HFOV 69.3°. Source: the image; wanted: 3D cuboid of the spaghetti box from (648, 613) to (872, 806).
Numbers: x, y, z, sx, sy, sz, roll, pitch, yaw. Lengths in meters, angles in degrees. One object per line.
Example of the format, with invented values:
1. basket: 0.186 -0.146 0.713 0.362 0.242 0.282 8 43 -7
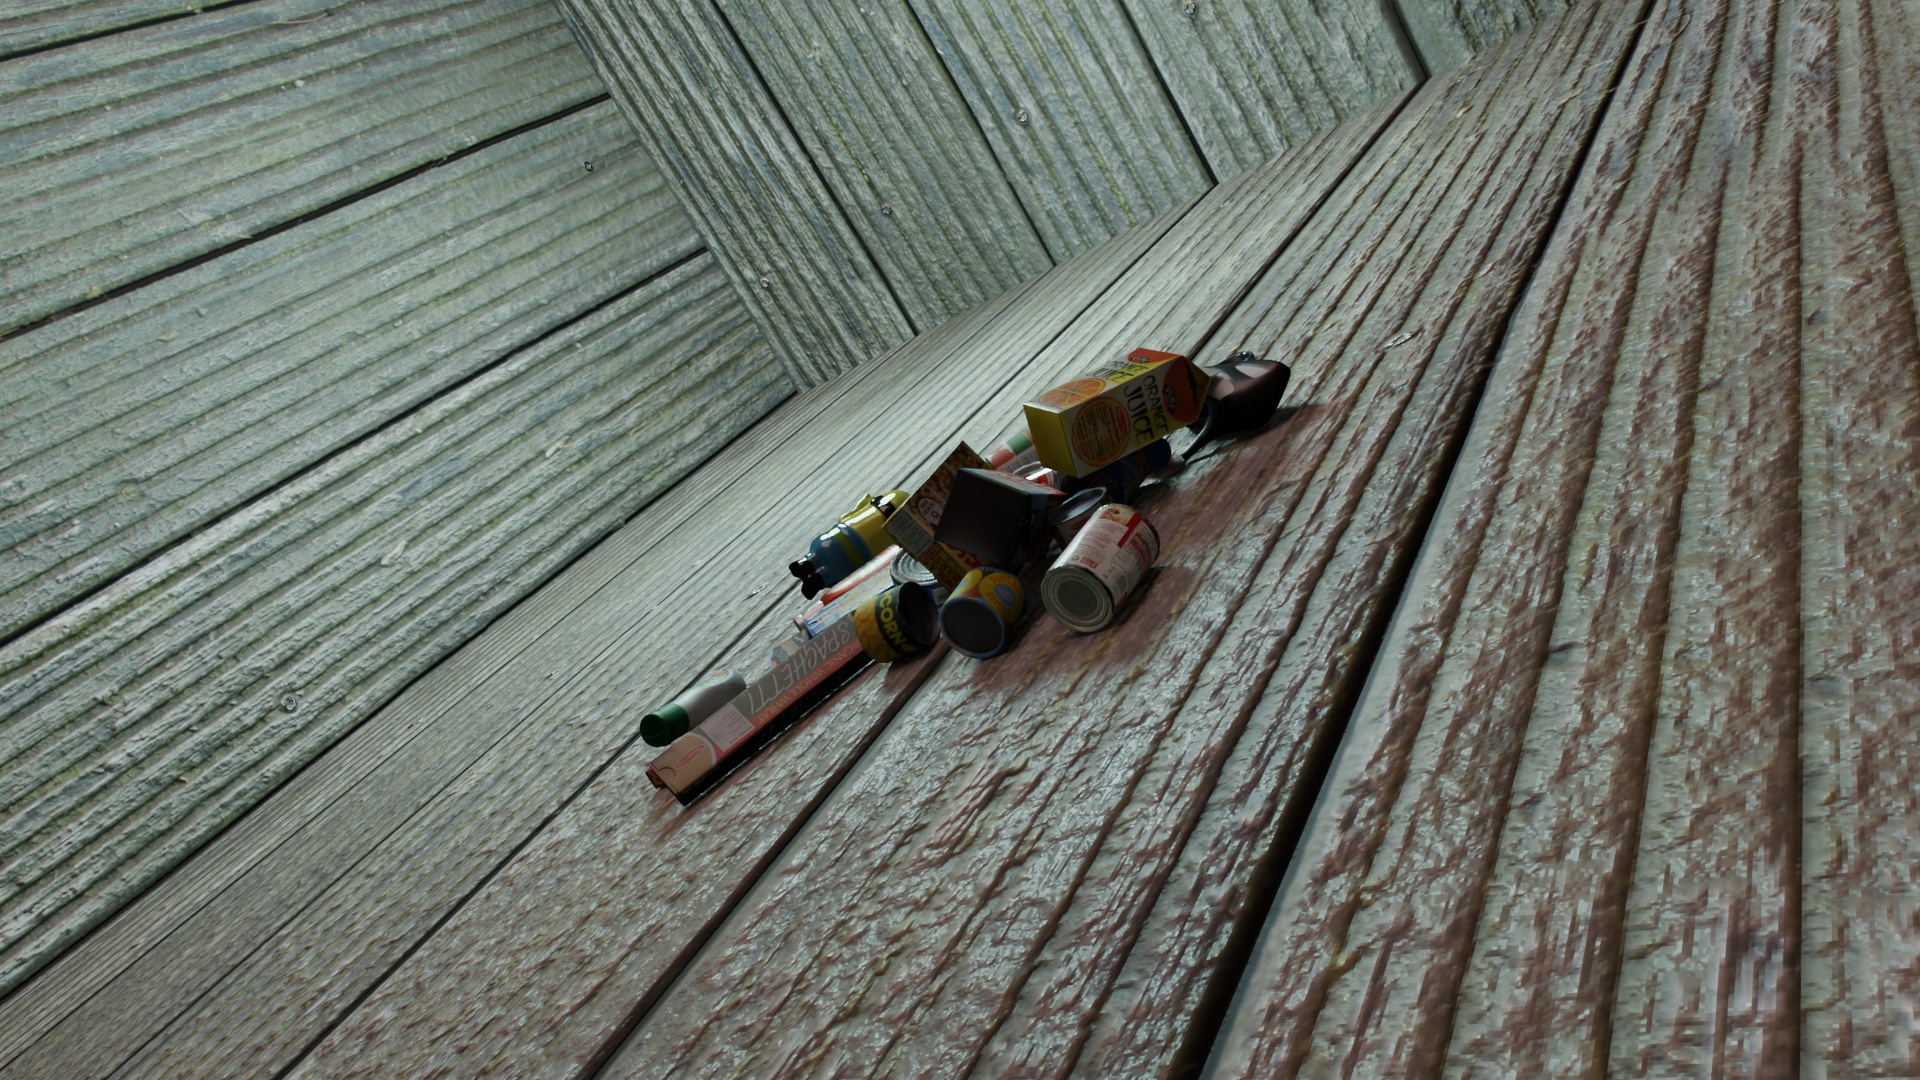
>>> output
1. spaghetti box: -0.189 0.164 1.370 0.251 0.028 0.050 -37 56 -22

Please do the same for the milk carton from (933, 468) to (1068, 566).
1. milk carton: 0.047 -0.023 1.333 0.191 0.073 0.072 -6 -63 -71

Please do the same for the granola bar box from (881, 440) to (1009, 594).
1. granola bar box: 0.005 -0.018 1.430 0.039 0.124 0.166 -44 4 36

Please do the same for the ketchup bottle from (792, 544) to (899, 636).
1. ketchup bottle: -0.122 0.063 1.596 0.149 0.043 0.065 -35 14 -13

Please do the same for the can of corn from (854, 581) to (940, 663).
1. can of corn: -0.063 0.081 1.356 0.058 0.071 0.071 -25 15 28

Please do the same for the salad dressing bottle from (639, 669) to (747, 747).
1. salad dressing bottle: -0.281 0.177 1.463 0.064 0.044 0.148 -24 2 25

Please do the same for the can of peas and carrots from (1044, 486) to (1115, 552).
1. can of peas and carrots: 0.122 -0.010 1.299 0.071 0.058 0.071 -29 13 8

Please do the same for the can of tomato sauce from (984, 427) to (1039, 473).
1. can of tomato sauce: 0.080 -0.097 1.672 0.083 0.071 0.071 -33 14 -4

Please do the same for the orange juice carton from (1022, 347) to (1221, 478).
1. orange juice carton: 0.166 -0.137 1.383 0.193 0.072 0.072 -27 24 -21

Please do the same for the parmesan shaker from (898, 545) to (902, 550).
1. parmesan shaker: -0.009 -0.002 1.537 0.103 0.071 0.072 -18 19 46

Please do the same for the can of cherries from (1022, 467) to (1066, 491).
1. can of cherries: 0.097 -0.047 1.457 0.058 0.071 0.072 -23 16 32

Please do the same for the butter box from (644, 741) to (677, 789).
1. butter box: -0.268 0.216 1.413 0.103 0.024 0.053 -24 15 28

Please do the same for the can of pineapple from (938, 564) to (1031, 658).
1. can of pineapple: 0.022 0.063 1.241 0.071 0.071 0.058 -23 17 33

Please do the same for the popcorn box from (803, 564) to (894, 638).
1. popcorn box: -0.105 0.076 1.524 0.127 0.038 0.085 -33 15 -7

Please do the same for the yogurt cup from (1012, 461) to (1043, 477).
1. yogurt cup: 0.077 -0.047 1.532 0.072 0.054 0.072 -30 14 8

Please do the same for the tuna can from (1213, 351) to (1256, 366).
1. tuna can: 0.306 -0.183 1.560 0.071 0.032 0.071 -29 14 8

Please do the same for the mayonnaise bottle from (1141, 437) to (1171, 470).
1. mayonnaise bottle: 0.184 -0.099 1.510 0.065 0.041 0.148 -32 13 -10

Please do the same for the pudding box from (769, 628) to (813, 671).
1. pudding box: -0.180 0.130 1.513 0.050 0.030 0.084 -33 14 0

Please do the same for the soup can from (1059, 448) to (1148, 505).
1. soup can: 0.150 -0.061 1.412 0.071 0.071 0.084 -21 17 38
